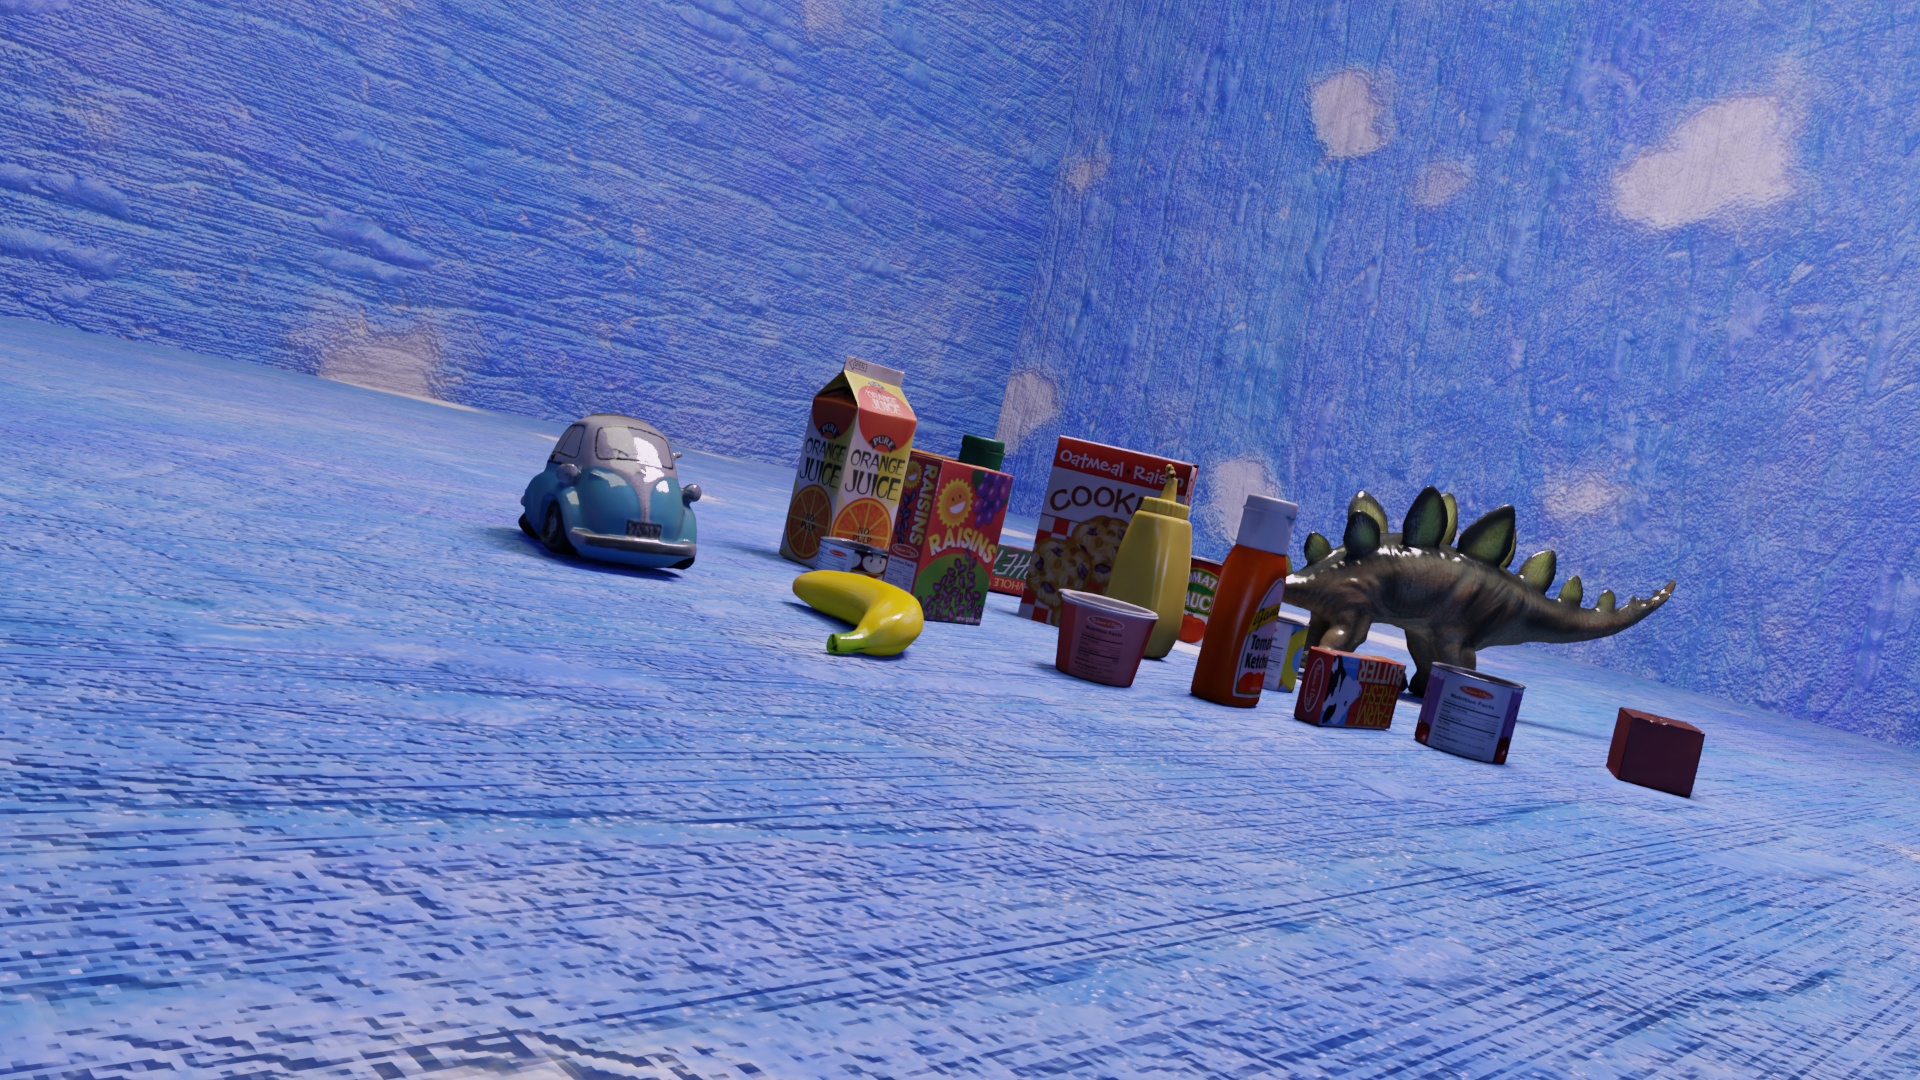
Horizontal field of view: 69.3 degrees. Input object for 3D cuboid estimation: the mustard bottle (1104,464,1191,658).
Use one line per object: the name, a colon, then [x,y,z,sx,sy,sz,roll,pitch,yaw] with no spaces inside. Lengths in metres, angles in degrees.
mustard bottle: [0.162,0.016,1.156,0.049,0.160,0.065,10,4,-43]

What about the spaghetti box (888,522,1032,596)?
spaghetti box: [0.013,0.023,1.402,0.250,0.050,0.029,11,3,-26]

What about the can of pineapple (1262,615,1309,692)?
can of pineapple: [0.250,0.089,1.148,0.071,0.058,0.071,13,3,-1]

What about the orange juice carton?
orange juice carton: [-0.098,-0.068,1.269,0.072,0.192,0.073,10,4,-42]

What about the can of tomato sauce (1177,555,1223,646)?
can of tomato sauce: [0.246,0.062,1.364,0.071,0.083,0.071,13,3,-1]

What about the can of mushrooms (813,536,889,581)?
can of mushrooms: [-0.090,0.020,1.202,0.071,0.033,0.071,13,3,-1]

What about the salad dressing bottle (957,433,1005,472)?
salad dressing bottle: [0.004,-0.015,1.168,0.044,0.147,0.064,13,3,-10]

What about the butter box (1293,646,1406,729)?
butter box: [0.283,0.108,1.009,0.103,0.053,0.024,10,4,-44]

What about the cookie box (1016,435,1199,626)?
cookie box: [0.131,0.000,1.231,0.123,0.167,0.040,14,3,16]

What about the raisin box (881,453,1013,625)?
raisin box: [-0.011,0.000,1.080,0.040,0.123,0.086,16,4,44]

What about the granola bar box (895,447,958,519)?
granola bar box: [-0.054,-0.035,1.471,0.039,0.124,0.165,11,4,-41]

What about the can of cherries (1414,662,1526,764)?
can of cherries: [0.371,0.125,1.013,0.071,0.058,0.071,13,3,-1]

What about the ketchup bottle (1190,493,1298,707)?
ketchup bottle: [0.205,0.042,0.990,0.043,0.148,0.065,15,4,36]

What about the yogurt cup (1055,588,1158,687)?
yogurt cup: [0.097,0.068,0.957,0.072,0.054,0.072,13,3,-1]
